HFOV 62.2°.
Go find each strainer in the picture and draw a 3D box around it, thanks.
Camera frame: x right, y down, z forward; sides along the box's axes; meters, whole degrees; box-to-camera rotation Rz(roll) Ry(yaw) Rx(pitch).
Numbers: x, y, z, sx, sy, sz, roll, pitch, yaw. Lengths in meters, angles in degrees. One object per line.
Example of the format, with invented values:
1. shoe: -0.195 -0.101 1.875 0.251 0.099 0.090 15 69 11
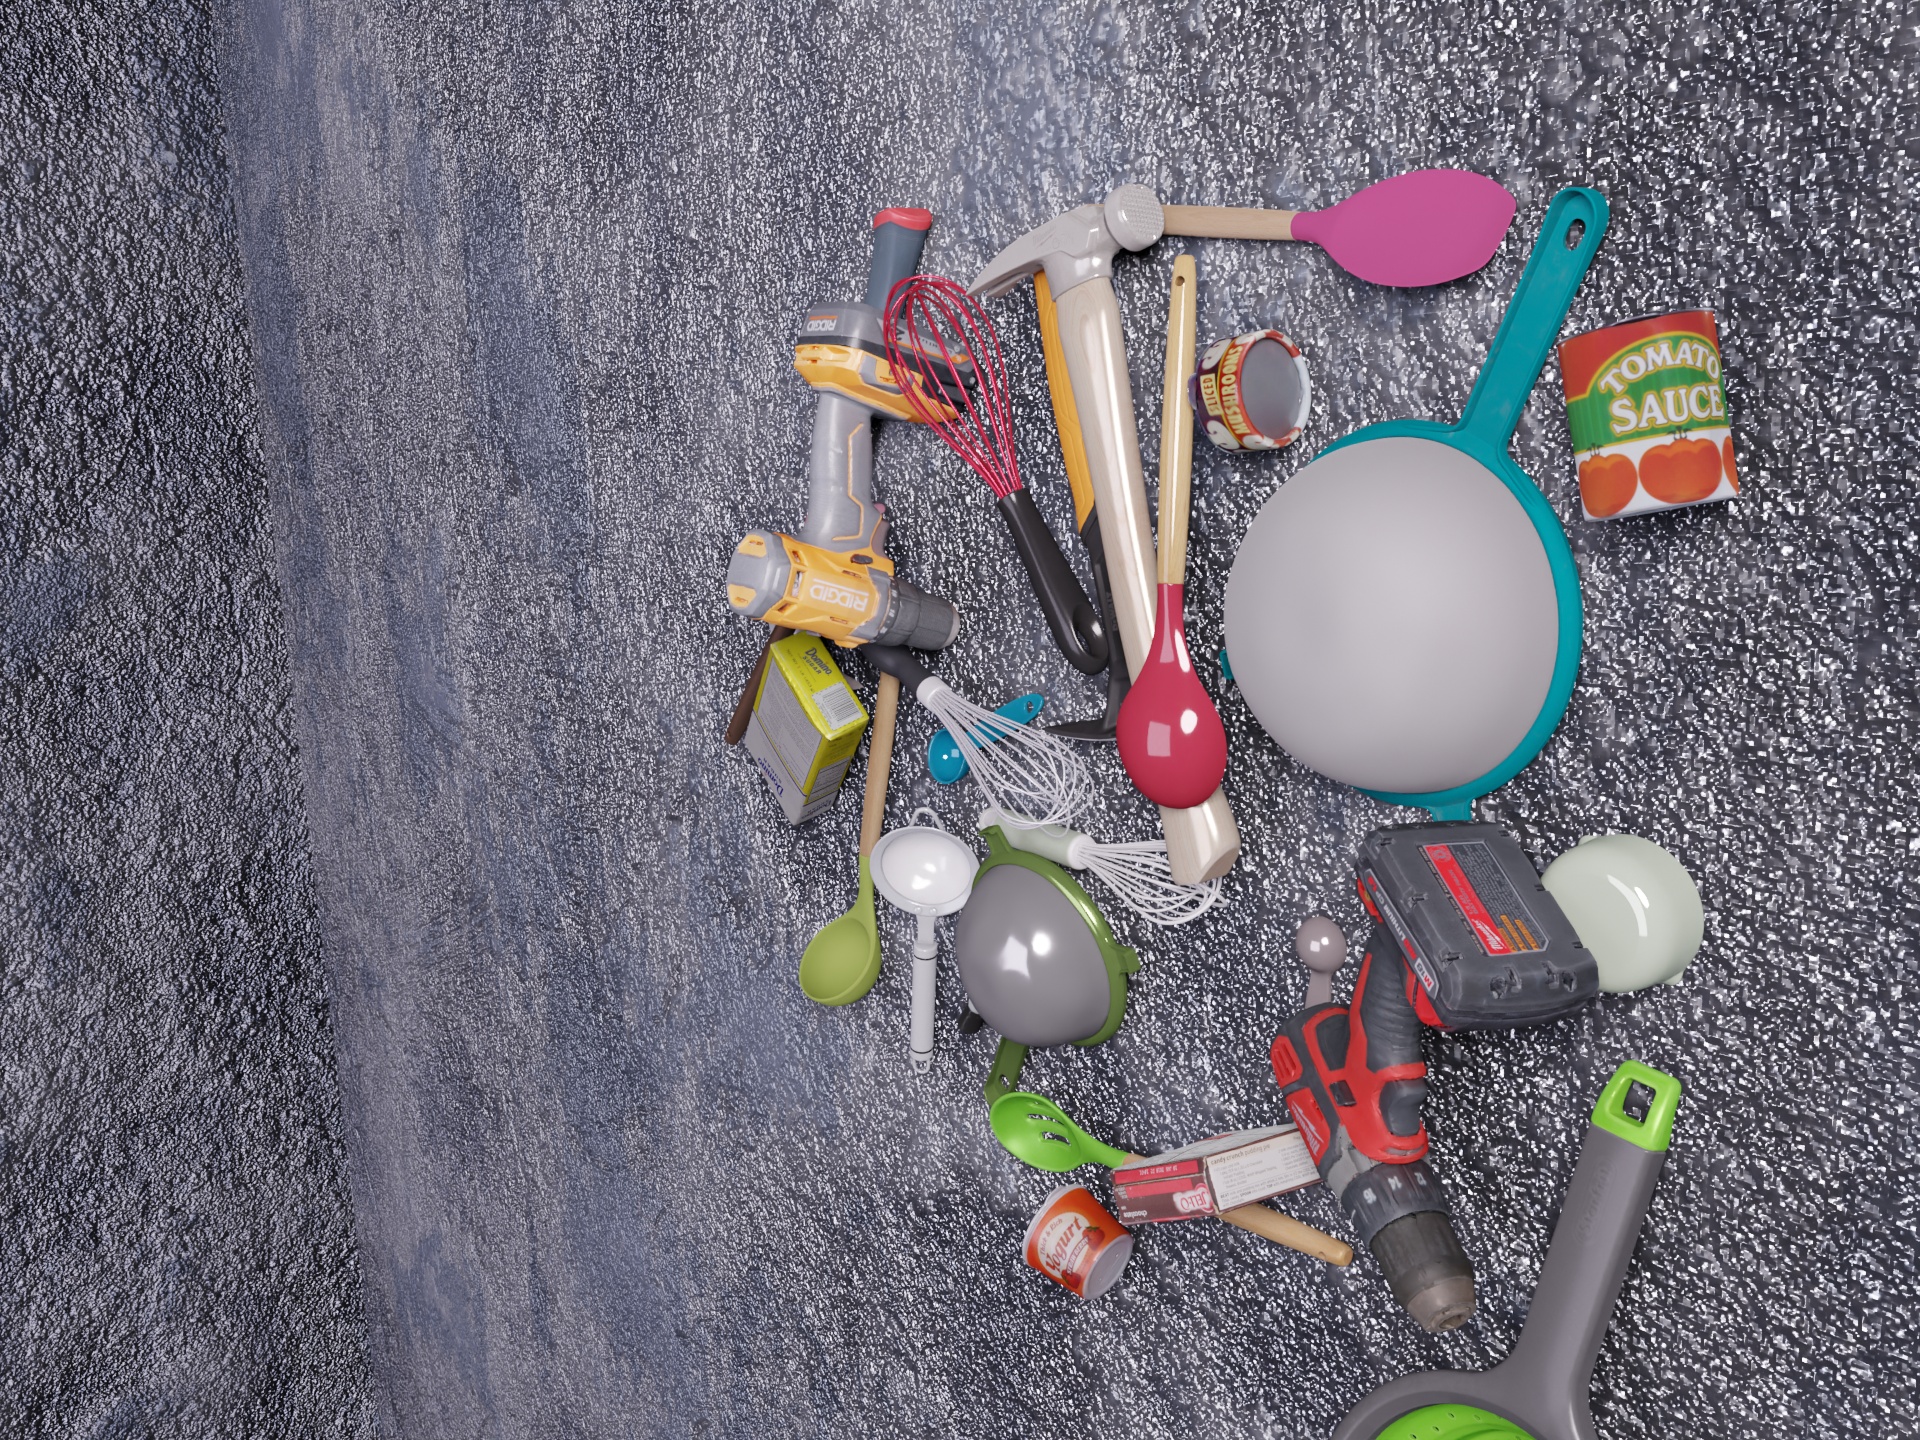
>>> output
1. strainer: -0.028 0.172 1.253 0.087 0.050 0.258 6 115 7
2. strainer: 0.031 0.208 1.132 0.152 0.069 0.256 42 139 29
3. strainer: 0.225 -0.103 0.808 0.211 0.095 0.340 45 132 38

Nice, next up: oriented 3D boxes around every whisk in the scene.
1. whisk: 0.089 0.091 1.080 0.246 0.059 0.058 14 73 55
2. whisk: 0.025 -0.161 1.033 0.073 0.073 0.296 -37 74 50
3. whisk: -0.003 -0.003 1.145 0.285 0.070 0.070 42 129 45

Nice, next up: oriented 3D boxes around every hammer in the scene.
1. hammer: 0.081 -0.153 1.037 0.127 0.034 0.337 -8 92 52
2. hammer: 0.097 -0.103 0.973 0.146 0.038 0.411 -13 87 49
3. hammer: -0.081 -0.206 1.235 0.143 0.038 0.386 47 133 34

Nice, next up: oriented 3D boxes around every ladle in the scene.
1. ladle: -0.082 0.086 1.292 0.078 0.062 0.320 32 120 50
2. ladle: 0.123 -0.104 0.908 0.069 0.031 0.315 4 96 30

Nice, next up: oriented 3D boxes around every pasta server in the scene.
1. pasta server: -0.136 -0.074 1.291 0.060 0.040 0.316 59 142 22

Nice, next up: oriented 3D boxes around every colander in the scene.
1. colander: 0.314 0.368 0.825 0.205 0.094 0.397 22 98 52

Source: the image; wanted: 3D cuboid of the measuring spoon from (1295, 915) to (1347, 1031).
1. measuring spoon: 0.210 0.178 0.957 0.034 0.018 0.124 20 114 49

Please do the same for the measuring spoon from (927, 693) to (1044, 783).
1. measuring spoon: 0.023 0.010 1.172 0.128 0.021 0.042 -31 65 42

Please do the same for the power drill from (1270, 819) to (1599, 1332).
1. power drill: 0.239 0.183 0.821 0.188 0.080 0.226 -109 23 -45

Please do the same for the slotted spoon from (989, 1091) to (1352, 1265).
1. slotted spoon: 0.134 0.311 1.082 0.314 0.031 0.070 8 121 50

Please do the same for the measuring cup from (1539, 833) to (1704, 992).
1. measuring cup: 0.297 0.120 0.811 0.167 0.038 0.083 -47 61 45

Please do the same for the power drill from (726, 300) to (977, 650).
1. power drill: -0.057 -0.162 1.135 0.084 0.185 0.226 16 92 52

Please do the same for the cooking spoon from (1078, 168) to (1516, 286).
1. cooking spoon: 0.172 -0.279 0.896 0.319 0.017 0.069 25 86 49
